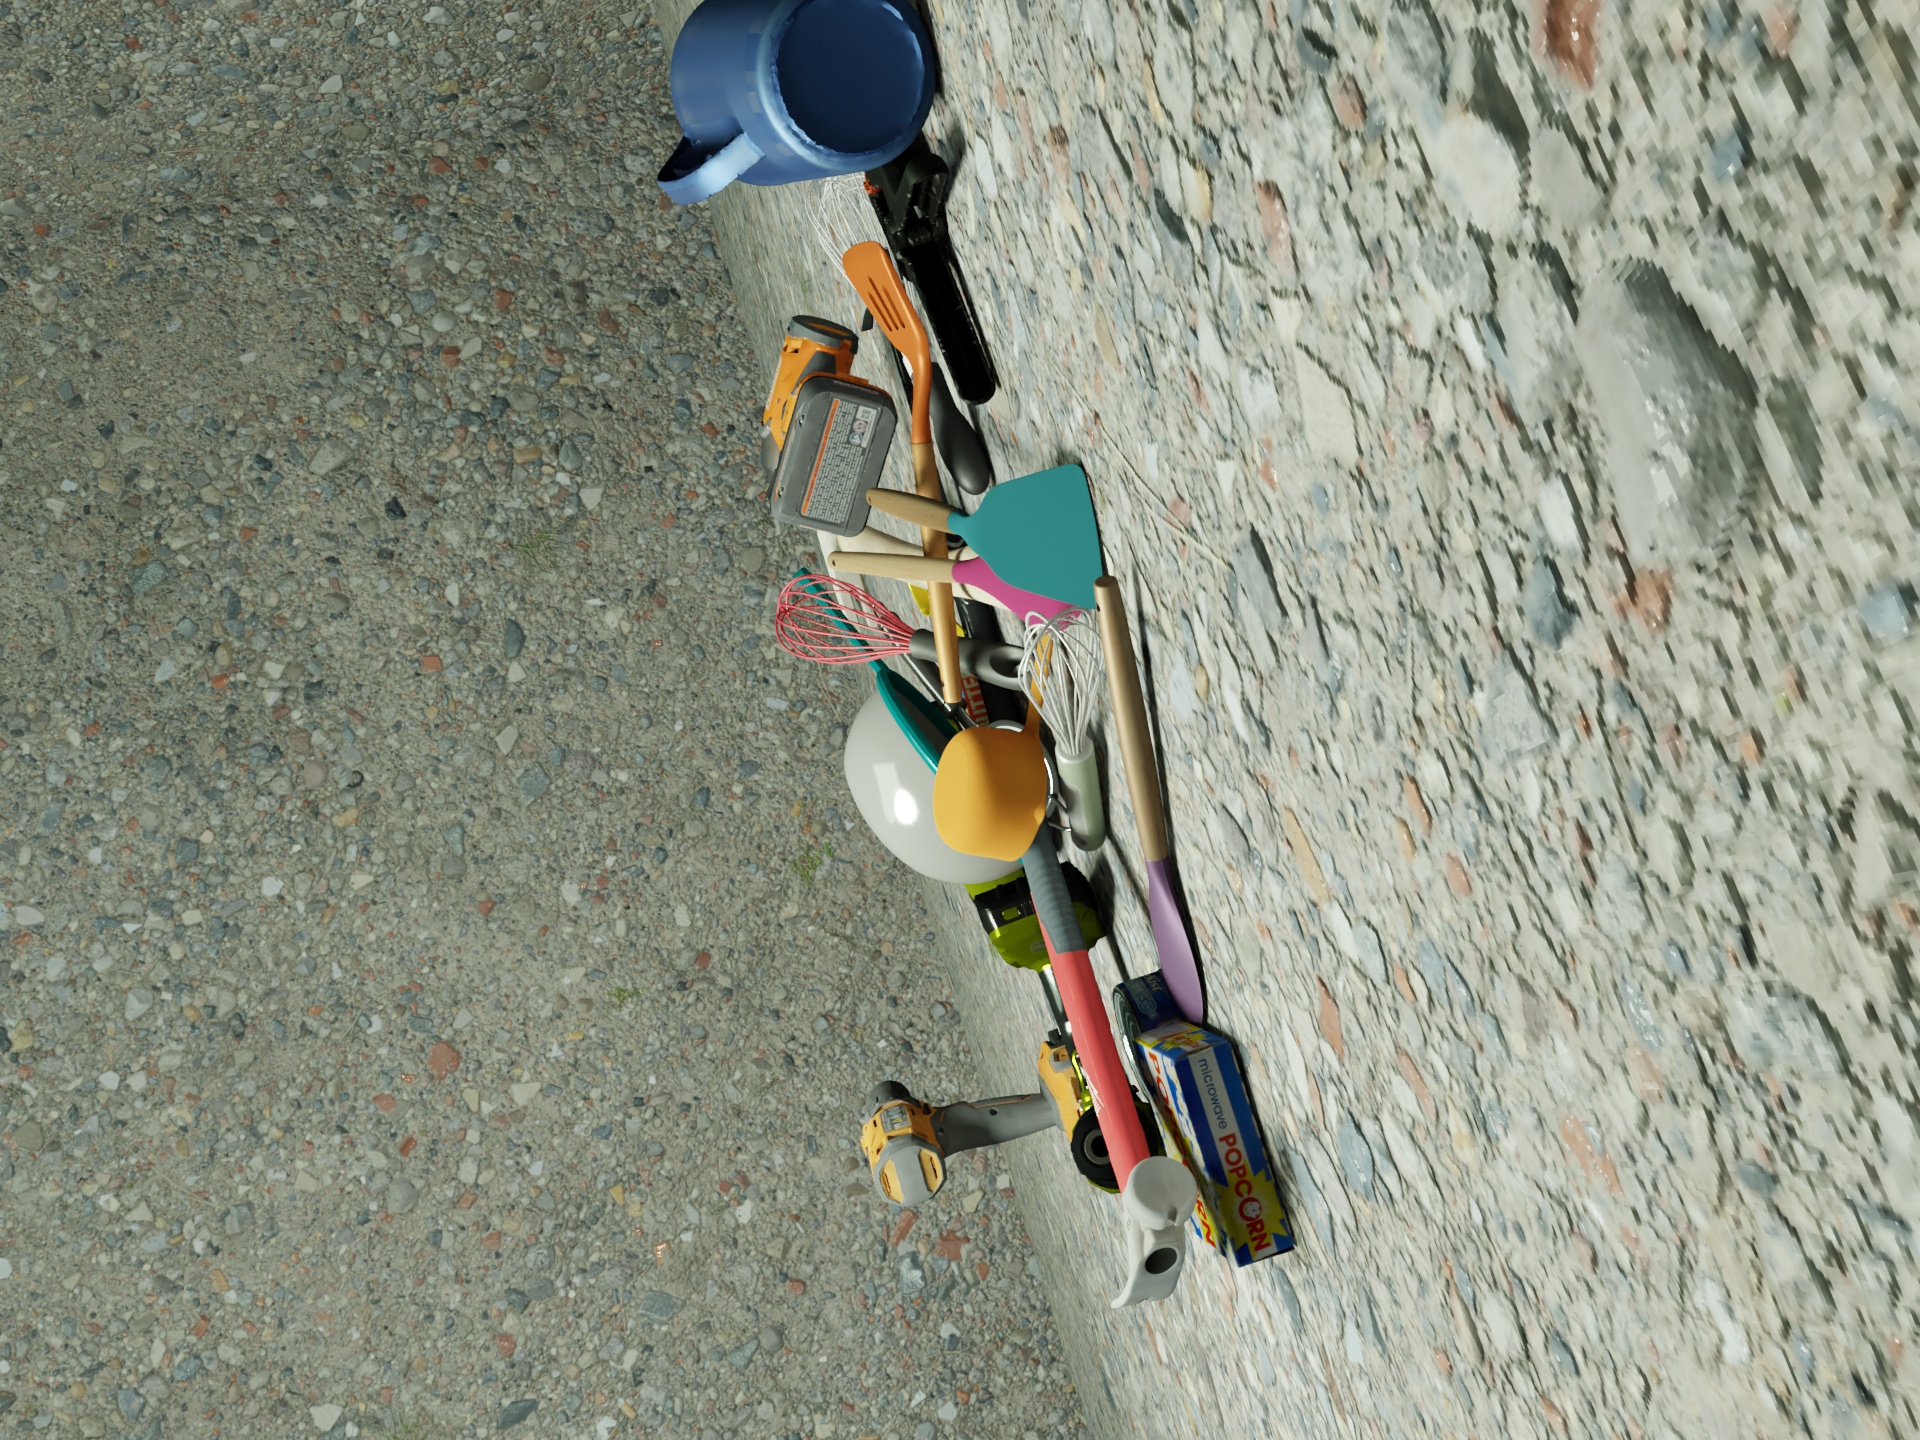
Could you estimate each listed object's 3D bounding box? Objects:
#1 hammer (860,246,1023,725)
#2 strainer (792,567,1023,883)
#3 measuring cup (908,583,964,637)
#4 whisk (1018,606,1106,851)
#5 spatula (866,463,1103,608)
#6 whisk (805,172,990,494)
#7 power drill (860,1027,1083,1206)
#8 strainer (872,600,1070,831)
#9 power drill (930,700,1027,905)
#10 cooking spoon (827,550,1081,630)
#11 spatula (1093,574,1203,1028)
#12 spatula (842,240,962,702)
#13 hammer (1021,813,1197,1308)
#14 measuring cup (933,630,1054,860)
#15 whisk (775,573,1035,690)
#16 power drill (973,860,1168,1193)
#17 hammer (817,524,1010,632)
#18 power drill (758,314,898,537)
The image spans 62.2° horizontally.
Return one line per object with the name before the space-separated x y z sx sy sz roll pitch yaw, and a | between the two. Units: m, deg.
hammer | -0.014 -0.169 1.295 0.149 0.036 0.409 -156 49 -83
strainer | -0.067 0.017 1.346 0.341 0.095 0.211 51 -174 19
measuring cup | -0.006 -0.103 1.472 0.157 0.029 0.062 49 158 45
whisk | 0.071 0.013 1.005 0.058 0.059 0.246 36 157 31
spatula | 0.000 -0.129 1.005 0.318 0.044 0.082 -147 43 -66
whisk | -0.041 -0.287 1.151 0.070 0.070 0.285 98 149 -74
power drill | 0.022 0.342 1.409 0.185 0.226 0.084 -141 36 -79
strainer | -0.002 -0.004 1.243 0.259 0.050 0.086 52 136 27
power drill | 0.006 0.100 1.555 0.171 0.080 0.223 59 -178 -44
cooking spoon | -0.013 -0.101 1.074 0.319 0.017 0.068 14 116 58
spatula | 0.108 0.057 0.900 0.060 0.018 0.315 -128 20 -55
spatula | -0.033 -0.169 1.113 0.081 0.041 0.322 -161 62 -66
hammer | 0.073 0.176 1.027 0.143 0.038 0.387 92 167 -46
measuring cup | 0.024 0.007 1.054 0.095 0.052 0.173 -148 67 -67
whisk | -0.044 -0.062 1.218 0.296 0.073 0.073 16 129 43
power drill | 0.085 0.223 1.131 0.190 0.080 0.229 48 -159 -71
hammer | -0.036 -0.117 1.275 0.411 0.038 0.146 26 135 66
power drill | -0.121 -0.231 1.315 0.227 0.084 0.164 -115 40 -61
